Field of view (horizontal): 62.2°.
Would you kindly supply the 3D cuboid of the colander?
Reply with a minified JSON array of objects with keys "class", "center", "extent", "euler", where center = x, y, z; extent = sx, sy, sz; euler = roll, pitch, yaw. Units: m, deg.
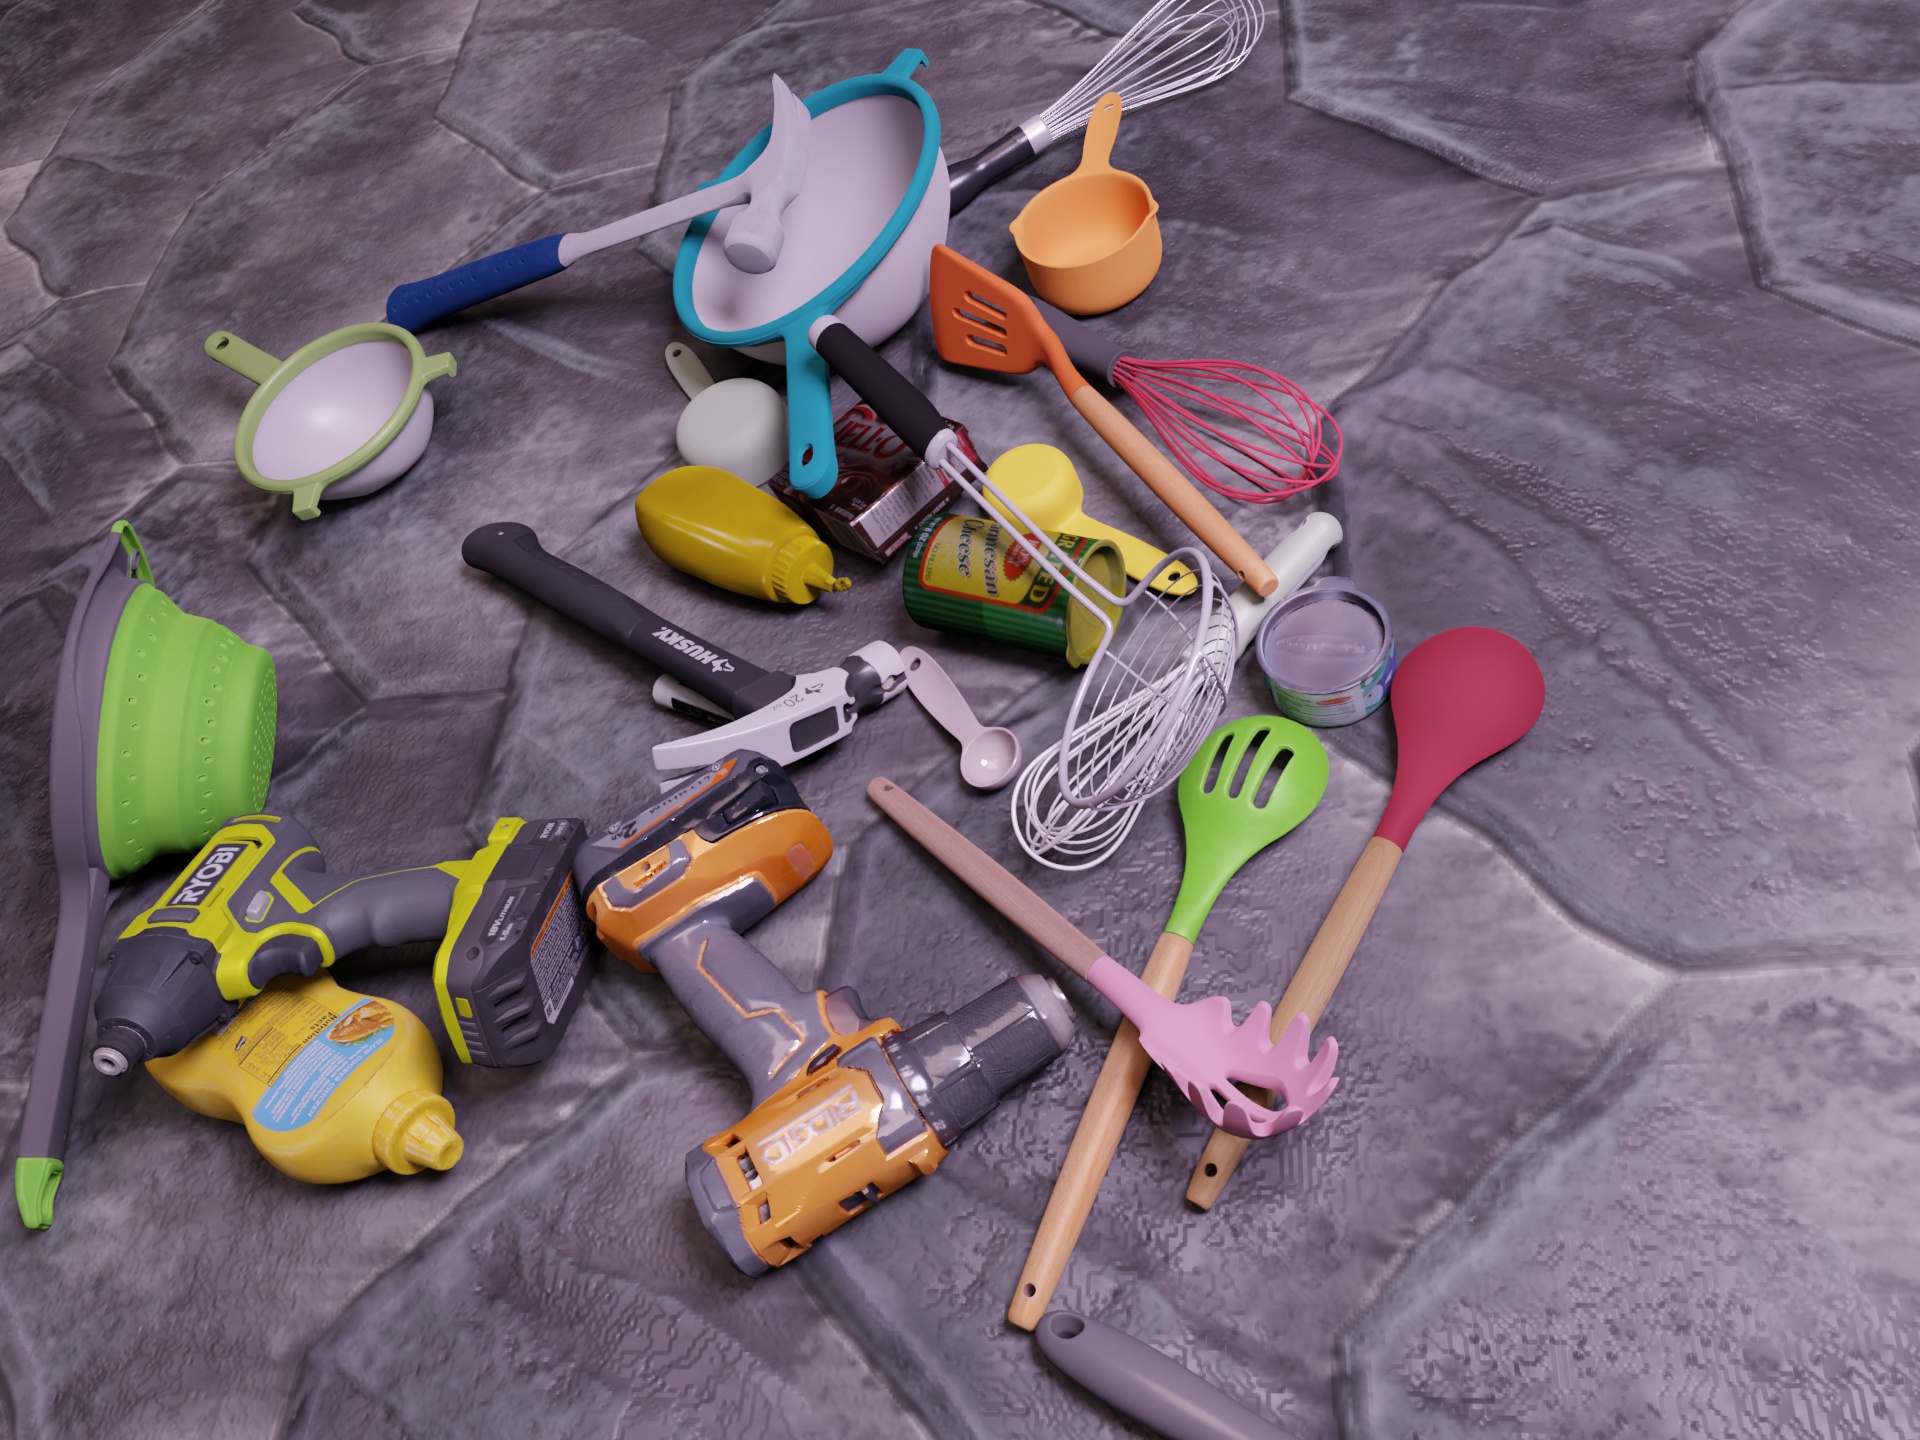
[{"class":"colander","center":[-0.461,0.085,0.918],"extent":[0.094,0.204,0.397],"euler":[5,70,-16]}]

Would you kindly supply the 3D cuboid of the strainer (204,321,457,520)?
[{"class":"strainer","center":[-0.466,-0.224,1.152],"extent":[0.257,0.069,0.151],"euler":[28,73,35]}]

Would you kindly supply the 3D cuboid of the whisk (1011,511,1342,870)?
[{"class":"whisk","center":[0.115,-0.020,0.802],"extent":[0.059,0.057,0.246],"euler":[43,73,2]}]

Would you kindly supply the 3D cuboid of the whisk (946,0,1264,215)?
[{"class":"whisk","center":[0.079,-0.419,1.087],"extent":[0.284,0.070,0.070],"euler":[-31,51,4]}]

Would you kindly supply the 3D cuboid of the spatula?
[{"class":"spatula","center":[0.072,-0.165,0.888],"extent":[0.041,0.081,0.323],"euler":[-21,49,-17]}]

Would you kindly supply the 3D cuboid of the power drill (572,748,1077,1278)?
[{"class":"power drill","center":[-0.068,0.119,0.753],"extent":[0.185,0.084,0.226],"euler":[-31,55,-5]}]

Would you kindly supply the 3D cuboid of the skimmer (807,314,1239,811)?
[{"class":"skimmer","center":[0.006,-0.103,0.781],"extent":[0.364,0.090,0.127],"euler":[49,121,31]}]

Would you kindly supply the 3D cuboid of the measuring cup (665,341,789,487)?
[{"class":"measuring cup","center":[-0.167,-0.215,1.046],"extent":[0.083,0.038,0.168],"euler":[-33,53,-3]}]

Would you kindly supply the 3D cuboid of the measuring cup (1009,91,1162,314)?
[{"class":"measuring cup","center":[0.090,-0.331,1.021],"extent":[0.095,0.052,0.174],"euler":[-1,55,21]}]

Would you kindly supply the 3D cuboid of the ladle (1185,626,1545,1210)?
[{"class":"ladle","center":[0.180,0.078,0.716],"extent":[0.069,0.031,0.315],"euler":[23,69,26]}]

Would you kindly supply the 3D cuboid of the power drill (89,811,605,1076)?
[{"class":"power drill","center":[-0.306,0.114,0.801],"extent":[0.223,0.080,0.171],"euler":[-2,32,8]}]

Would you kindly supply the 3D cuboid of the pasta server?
[{"class":"pasta server","center":[0.046,0.094,0.724],"extent":[0.060,0.040,0.316],"euler":[-24,37,-27]}]

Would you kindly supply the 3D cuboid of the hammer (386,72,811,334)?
[{"class":"hammer","center":[-0.262,-0.334,1.105],"extent":[0.405,0.035,0.144],"euler":[-4,61,37]}]

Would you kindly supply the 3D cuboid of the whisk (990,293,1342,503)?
[{"class":"whisk","center":[0.106,-0.197,0.920],"extent":[0.073,0.073,0.296],"euler":[-41,46,-9]}]

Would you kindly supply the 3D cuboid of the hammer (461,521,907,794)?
[{"class":"hammer","center":[-0.195,-0.052,0.927],"extent":[0.146,0.035,0.335],"euler":[-32,42,-33]}]

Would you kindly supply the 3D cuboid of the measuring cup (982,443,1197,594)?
[{"class":"measuring cup","center":[0.071,-0.111,0.886],"extent":[0.062,0.029,0.157],"euler":[-45,50,-12]}]

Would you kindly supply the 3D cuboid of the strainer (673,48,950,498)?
[{"class":"strainer","center":[-0.074,-0.254,1.000],"extent":[0.211,0.095,0.341],"euler":[-23,52,25]}]

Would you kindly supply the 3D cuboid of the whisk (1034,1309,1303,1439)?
[{"class":"whisk","center":[0.124,0.281,0.585],"extent":[0.239,0.055,0.055],"euler":[19,65,36]}]

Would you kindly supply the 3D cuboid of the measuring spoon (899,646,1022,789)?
[{"class":"measuring spoon","center":[-0.001,-0.003,0.853],"extent":[0.034,0.018,0.124],"euler":[-43,45,5]}]

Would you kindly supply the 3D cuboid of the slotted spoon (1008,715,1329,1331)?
[{"class":"slotted spoon","center":[0.091,0.122,0.719],"extent":[0.070,0.031,0.314],"euler":[14,64,29]}]
